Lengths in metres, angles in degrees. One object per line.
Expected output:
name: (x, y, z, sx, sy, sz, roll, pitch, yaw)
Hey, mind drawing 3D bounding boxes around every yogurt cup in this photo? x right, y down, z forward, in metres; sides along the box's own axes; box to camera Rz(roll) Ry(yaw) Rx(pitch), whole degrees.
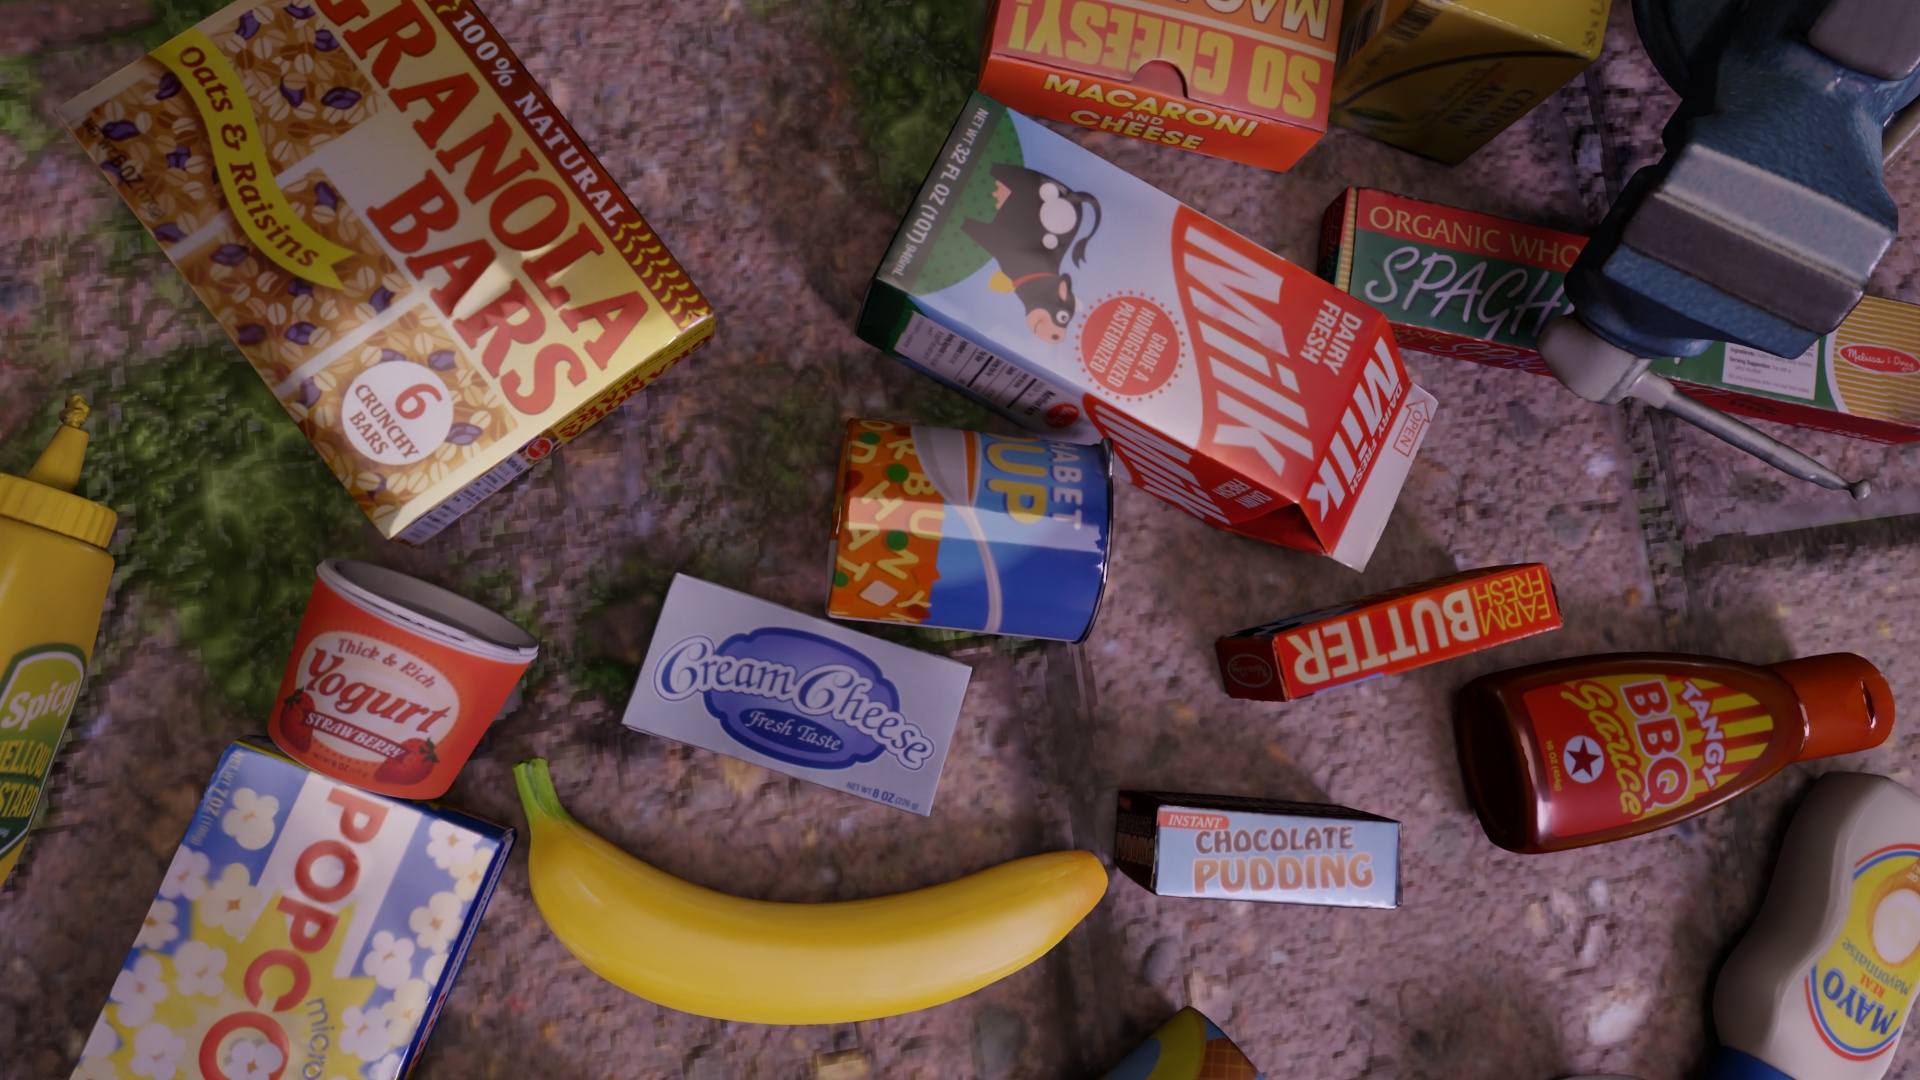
yogurt cup: (-0.170, 0.042, 0.419, 0.072, 0.072, 0.054, 25, 88, -6)

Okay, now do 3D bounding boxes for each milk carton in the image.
milk carton: (0.067, -0.062, 0.465, 0.190, 0.073, 0.072, 28, 80, -5)

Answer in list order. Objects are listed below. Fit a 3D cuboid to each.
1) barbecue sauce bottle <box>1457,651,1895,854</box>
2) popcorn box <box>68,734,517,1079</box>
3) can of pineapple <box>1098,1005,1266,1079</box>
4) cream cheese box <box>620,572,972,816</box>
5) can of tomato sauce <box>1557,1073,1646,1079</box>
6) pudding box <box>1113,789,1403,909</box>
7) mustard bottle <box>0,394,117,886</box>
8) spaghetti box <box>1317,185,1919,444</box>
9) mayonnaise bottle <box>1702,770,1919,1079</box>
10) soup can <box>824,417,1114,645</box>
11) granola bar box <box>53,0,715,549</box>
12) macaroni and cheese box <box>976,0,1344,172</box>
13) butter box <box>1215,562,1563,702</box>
barbecue sauce bottle: (0.256, 0.068, 0.495, 0.149, 0.043, 0.065, -8, 83, -11)
popcorn box: (-0.199, 0.132, 0.415, 0.085, 0.038, 0.127, 22, 80, -6)
can of pineapple: (0.072, 0.191, 0.437, 0.058, 0.071, 0.071, -37, 90, -12)
cream cheese box: (-0.053, 0.051, 0.457, 0.104, 0.024, 0.053, 18, 79, -7)
can of tomato sauce: (0.216, 0.230, 0.455, 0.071, 0.071, 0.083, -21, 87, -11)
pudding box: (0.098, 0.102, 0.462, 0.084, 0.049, 0.030, 6, 84, -8)
mustard bottle: (-0.284, 0.031, 0.402, 0.049, 0.065, 0.160, 15, 77, -3)
spaghetti box: (0.253, -0.083, 0.521, 0.250, 0.028, 0.050, 10, 82, -8)
mayonnaise bottle: (0.306, 0.158, 0.493, 0.065, 0.041, 0.148, 36, 78, -5)
soup can: (0.002, -0.006, 0.450, 0.084, 0.071, 0.071, 6, 82, -8)
granola bar box: (-0.178, -0.099, 0.447, 0.124, 0.039, 0.165, -38, 90, -11)
macaroni and cheese box: (0.079, -0.231, 0.505, 0.124, 0.040, 0.166, 11, 81, -7)
butter box: (0.146, 0.031, 0.477, 0.104, 0.053, 0.024, -14, 88, -11)
